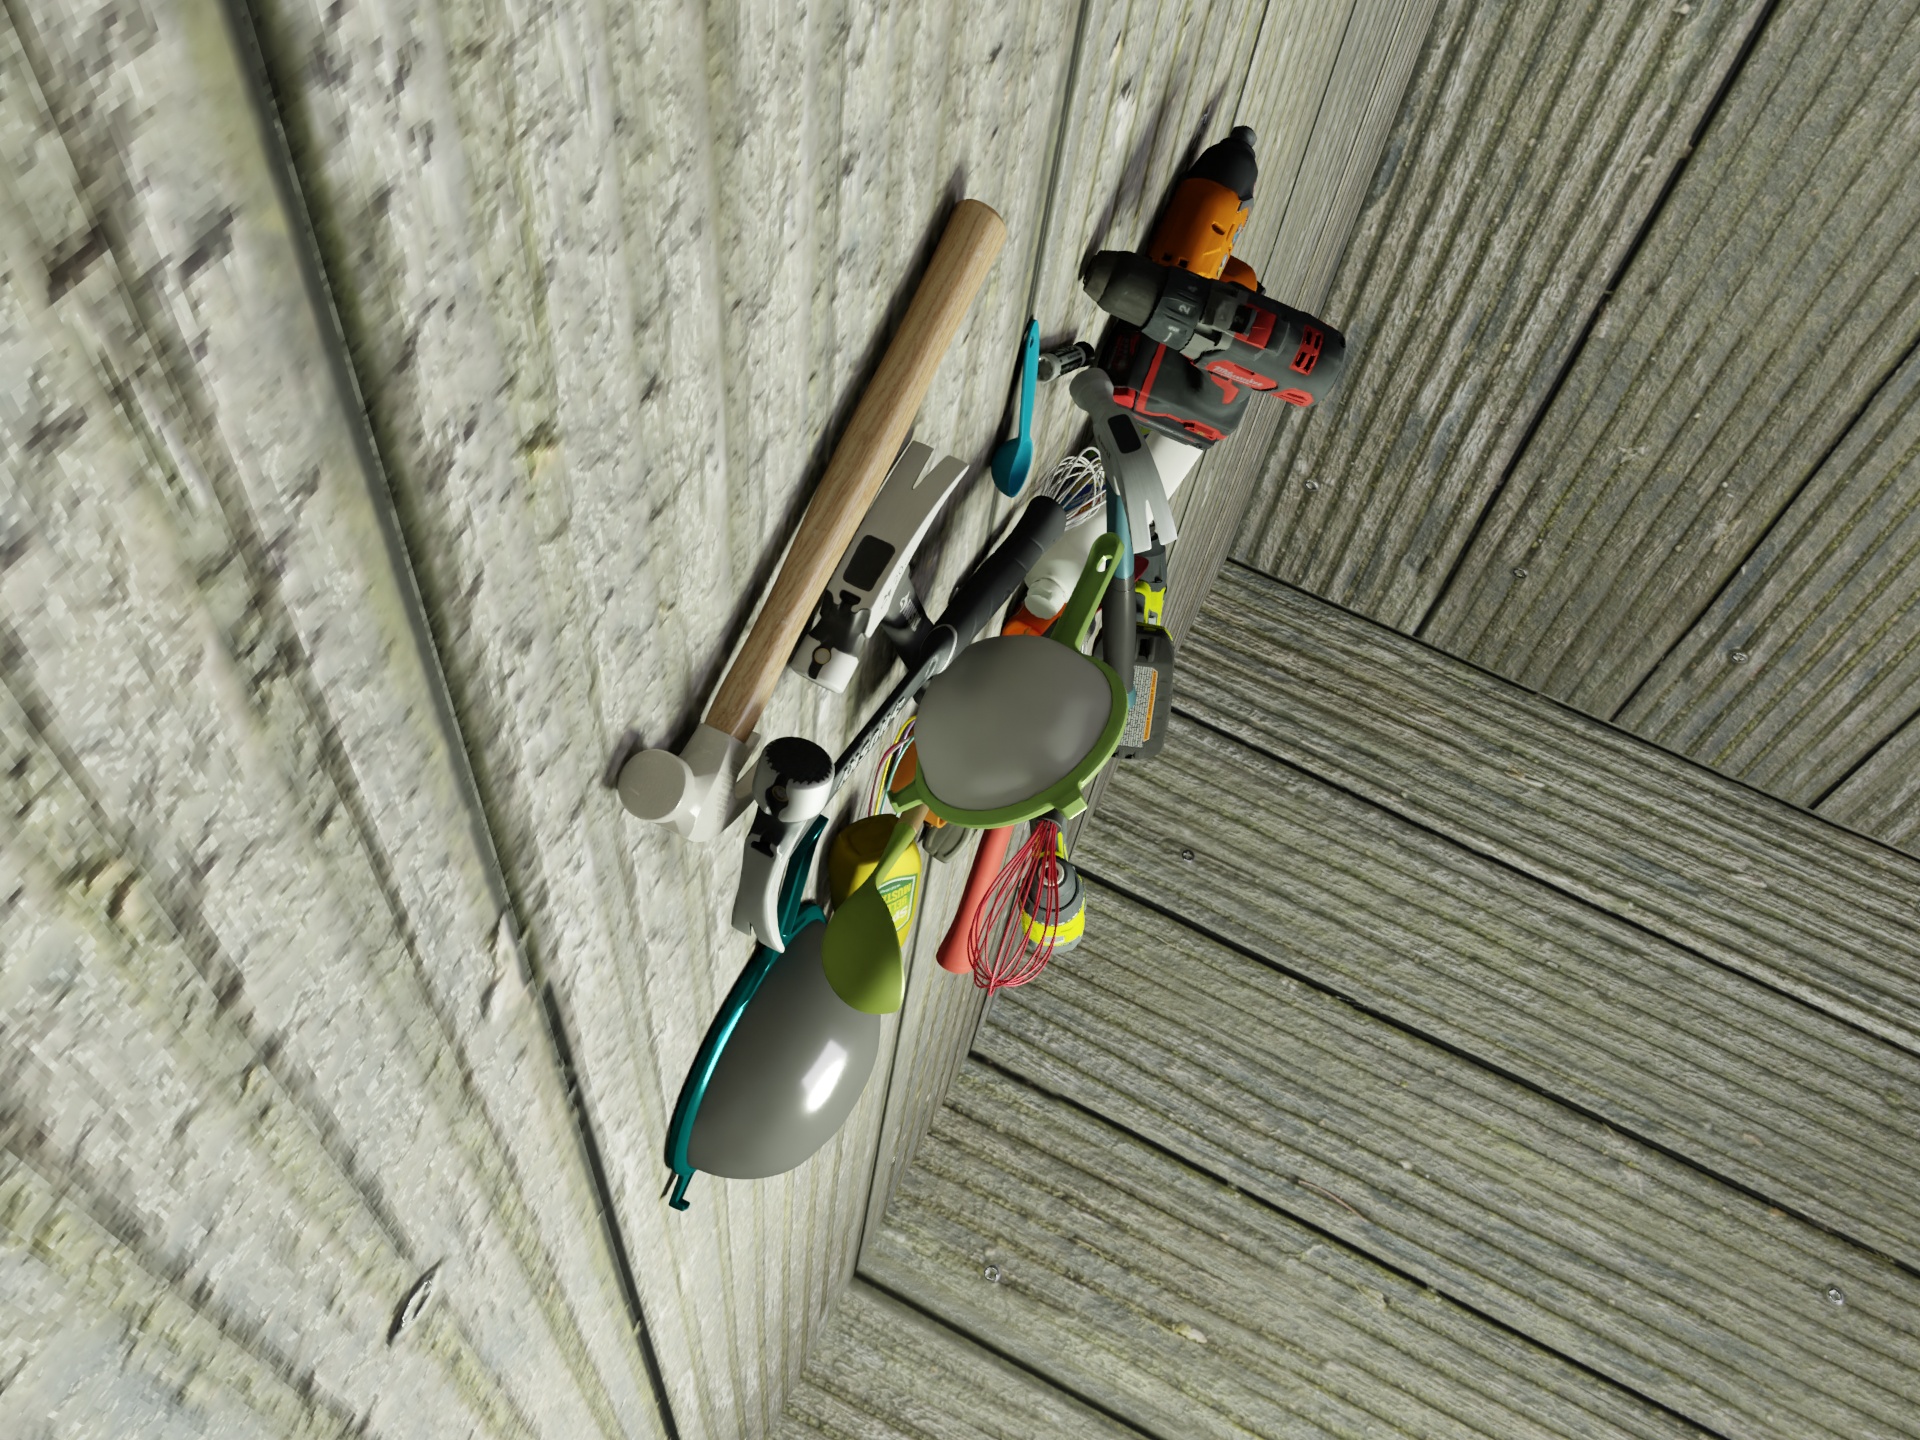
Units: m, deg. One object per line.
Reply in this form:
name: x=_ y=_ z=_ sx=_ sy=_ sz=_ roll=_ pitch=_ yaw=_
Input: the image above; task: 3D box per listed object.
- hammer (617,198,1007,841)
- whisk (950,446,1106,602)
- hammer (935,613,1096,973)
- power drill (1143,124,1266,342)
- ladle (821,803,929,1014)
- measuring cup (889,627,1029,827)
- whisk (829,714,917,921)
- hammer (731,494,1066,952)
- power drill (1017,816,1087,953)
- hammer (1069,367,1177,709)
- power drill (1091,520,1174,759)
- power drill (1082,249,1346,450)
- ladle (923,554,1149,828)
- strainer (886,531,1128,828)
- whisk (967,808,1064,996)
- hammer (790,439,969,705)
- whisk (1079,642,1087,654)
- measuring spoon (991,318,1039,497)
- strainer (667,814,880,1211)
hammer: x=-0.060 y=-0.095 z=0.755 sx=0.331 sy=0.031 sz=0.130 roll=-64 pitch=170 yaw=-6
whisk: x=0.058 y=-0.144 z=1.230 sx=0.246 sy=0.059 sz=0.057 roll=-49 pitch=150 yaw=-43
hammer: x=0.036 y=0.079 z=1.371 sx=0.149 sy=0.037 sz=0.358 roll=-51 pitch=161 yaw=-59
power drill: x=0.207 y=-0.382 z=1.335 sx=0.164 sy=0.084 sz=0.226 roll=-65 pitch=167 yaw=-5
ladle: x=-0.016 y=0.059 z=1.074 sx=0.078 sy=0.062 sz=0.320 roll=109 pitch=5 yaw=-49
measuring cup: x=-0.002 y=-0.004 z=1.244 sx=0.095 sy=0.052 sz=0.174 roll=73 pitch=41 yaw=-76
whisk: x=-0.063 y=0.100 z=1.203 sx=0.244 sy=0.047 sz=0.051 roll=-66 pitch=172 yaw=28
hammer: x=-0.021 y=-0.027 z=0.923 sx=0.409 sy=0.036 sz=0.149 roll=-53 pitch=167 yaw=-49
power drill: x=0.083 y=0.093 z=1.507 sx=0.190 sy=0.080 sz=0.229 roll=80 pitch=8 yaw=-68
hammer: x=0.123 y=-0.113 z=1.235 sx=0.033 sy=0.128 sz=0.330 roll=-19 pitch=148 yaw=-7
power drill: x=0.165 y=-0.080 z=1.532 sx=0.223 sy=0.080 sz=0.171 roll=-77 pitch=172 yaw=-57
power drill: x=0.161 y=-0.277 z=1.175 sx=0.227 sy=0.188 sz=0.080 roll=-169 pitch=-80 yaw=-81
ladle: x=0.064 y=-0.029 z=1.448 sx=0.315 sy=0.031 sz=0.069 roll=-53 pitch=-166 yaw=3
strainer: x=0.047 y=-0.048 z=1.043 sx=0.069 sy=0.151 sz=0.256 roll=55 pitch=49 yaw=-37
whisk: x=0.070 y=0.105 z=1.349 sx=0.073 sy=0.073 sz=0.296 roll=102 pitch=8 yaw=-54
hammer: x=-0.029 y=-0.062 z=0.998 sx=0.146 sy=0.035 sz=0.334 roll=-63 pitch=170 yaw=-6
whisk: x=0.115 y=-0.132 z=1.557 sx=0.070 sy=0.070 sz=0.284 roll=-41 pitch=149 yaw=-67
measuring spoon: x=0.035 y=-0.207 z=1.051 sx=0.042 sy=0.021 sz=0.128 roll=-54 pitch=156 yaw=-46
strainer: x=-0.099 y=0.198 z=1.091 sx=0.211 sy=0.095 sz=0.340 roll=-54 pitch=167 yaw=-48
